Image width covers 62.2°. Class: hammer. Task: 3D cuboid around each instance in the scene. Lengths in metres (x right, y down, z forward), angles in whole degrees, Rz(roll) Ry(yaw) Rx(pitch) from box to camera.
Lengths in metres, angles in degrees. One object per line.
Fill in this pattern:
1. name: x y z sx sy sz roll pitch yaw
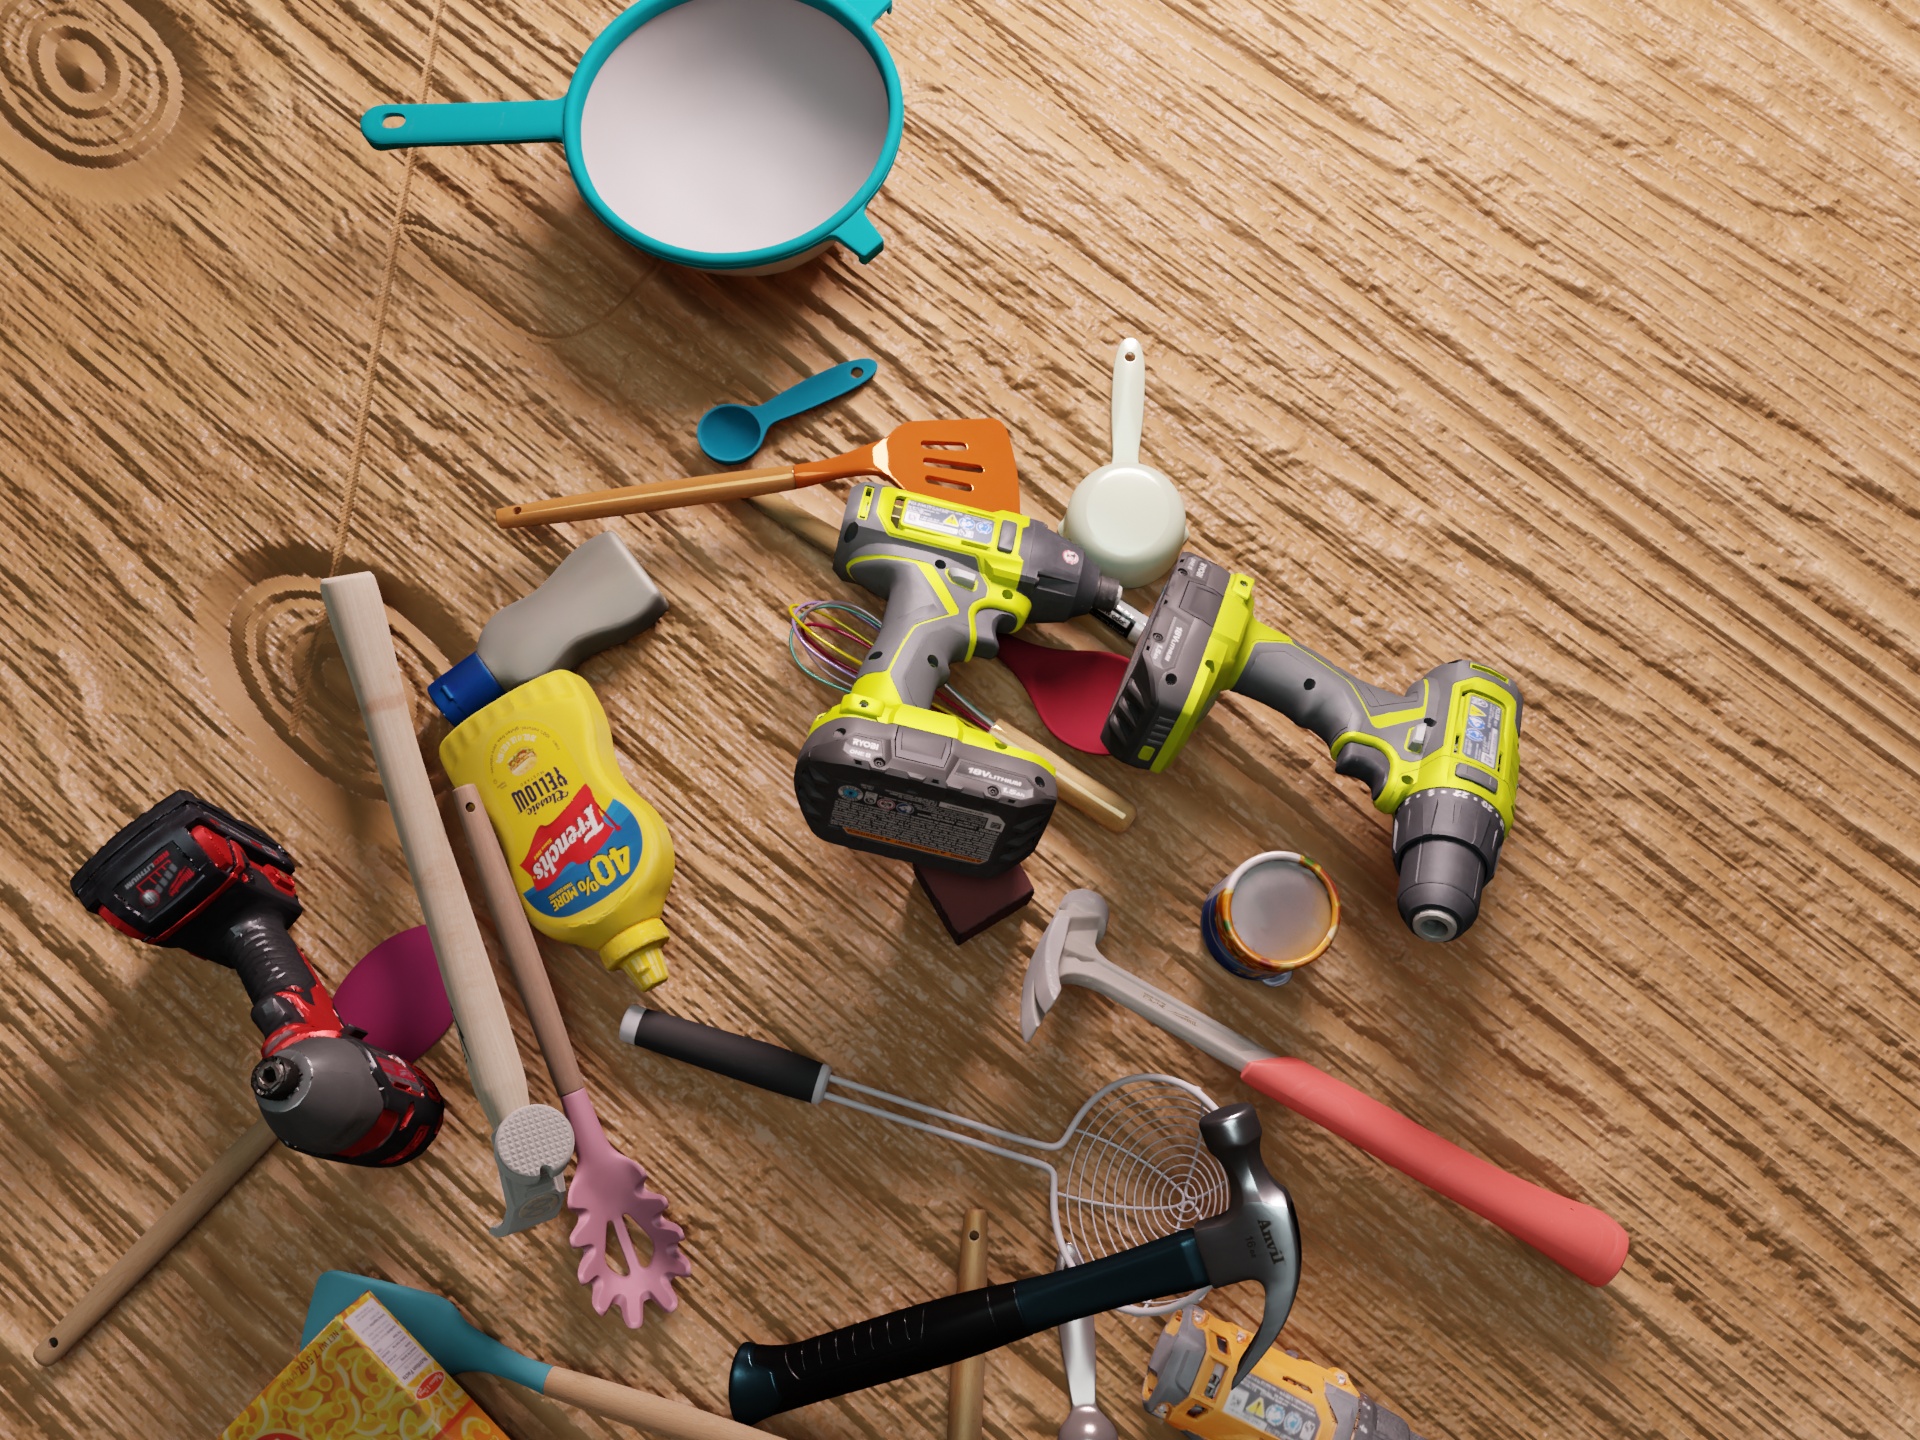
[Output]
1. hammer: 0.200 0.212 0.870 0.359 0.149 0.036 29 110 2
2. hammer: 0.021 0.311 0.837 0.331 0.033 0.128 -22 84 16
3. hammer: -0.304 0.090 0.917 0.038 0.146 0.411 -13 63 -27

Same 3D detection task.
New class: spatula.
1. spatula: -0.125 -0.142 0.987 0.322 0.041 0.081 -8 66 1
2. spatula: -0.205 0.373 0.864 0.317 0.044 0.082 12 92 11

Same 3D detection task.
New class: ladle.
1. ladle: -0.015 -0.071 0.983 0.315 0.031 0.069 32 69 10

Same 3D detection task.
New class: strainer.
1. strainer: -0.203 -0.361 1.021 0.340 0.095 0.211 0 74 3

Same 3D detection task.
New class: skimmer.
1. skimmer: -0.023 0.221 0.882 0.363 0.090 0.127 17 81 5

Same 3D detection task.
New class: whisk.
1. whisk: -0.002 -0.002 0.959 0.245 0.047 0.051 32 78 5

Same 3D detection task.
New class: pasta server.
1. pasta server: -0.228 0.185 0.899 0.060 0.040 0.316 -19 87 -19

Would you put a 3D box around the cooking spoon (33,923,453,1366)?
1. cooking spoon: -0.410 0.246 0.921 0.069 0.017 0.319 41 80 10

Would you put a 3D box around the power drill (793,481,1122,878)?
1. power drill: 0.001 -0.030 0.896 0.171 0.080 0.223 14 52 -4

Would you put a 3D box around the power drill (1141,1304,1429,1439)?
1. power drill: 0.158 0.450 0.834 0.185 0.084 0.226 24 74 5

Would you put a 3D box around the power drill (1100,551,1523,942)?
1. power drill: 0.202 0.013 0.891 0.228 0.080 0.191 24 46 2

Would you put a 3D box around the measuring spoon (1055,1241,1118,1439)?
1. measuring spoon: 0.067 0.356 0.886 0.034 0.018 0.124 -5 76 0

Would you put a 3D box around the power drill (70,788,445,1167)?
1. power drill: -0.380 0.147 0.869 0.078 0.143 0.220 -42 69 -8

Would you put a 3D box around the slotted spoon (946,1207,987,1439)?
1. slotted spoon: -0.002 0.430 0.867 0.070 0.031 0.314 3 76 2

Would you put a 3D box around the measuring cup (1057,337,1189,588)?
1. measuring cup: 0.105 -0.167 0.995 0.083 0.038 0.168 3 79 2

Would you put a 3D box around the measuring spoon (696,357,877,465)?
1. measuring spoon: -0.109 -0.199 1.023 0.128 0.021 0.042 -29 73 -15
